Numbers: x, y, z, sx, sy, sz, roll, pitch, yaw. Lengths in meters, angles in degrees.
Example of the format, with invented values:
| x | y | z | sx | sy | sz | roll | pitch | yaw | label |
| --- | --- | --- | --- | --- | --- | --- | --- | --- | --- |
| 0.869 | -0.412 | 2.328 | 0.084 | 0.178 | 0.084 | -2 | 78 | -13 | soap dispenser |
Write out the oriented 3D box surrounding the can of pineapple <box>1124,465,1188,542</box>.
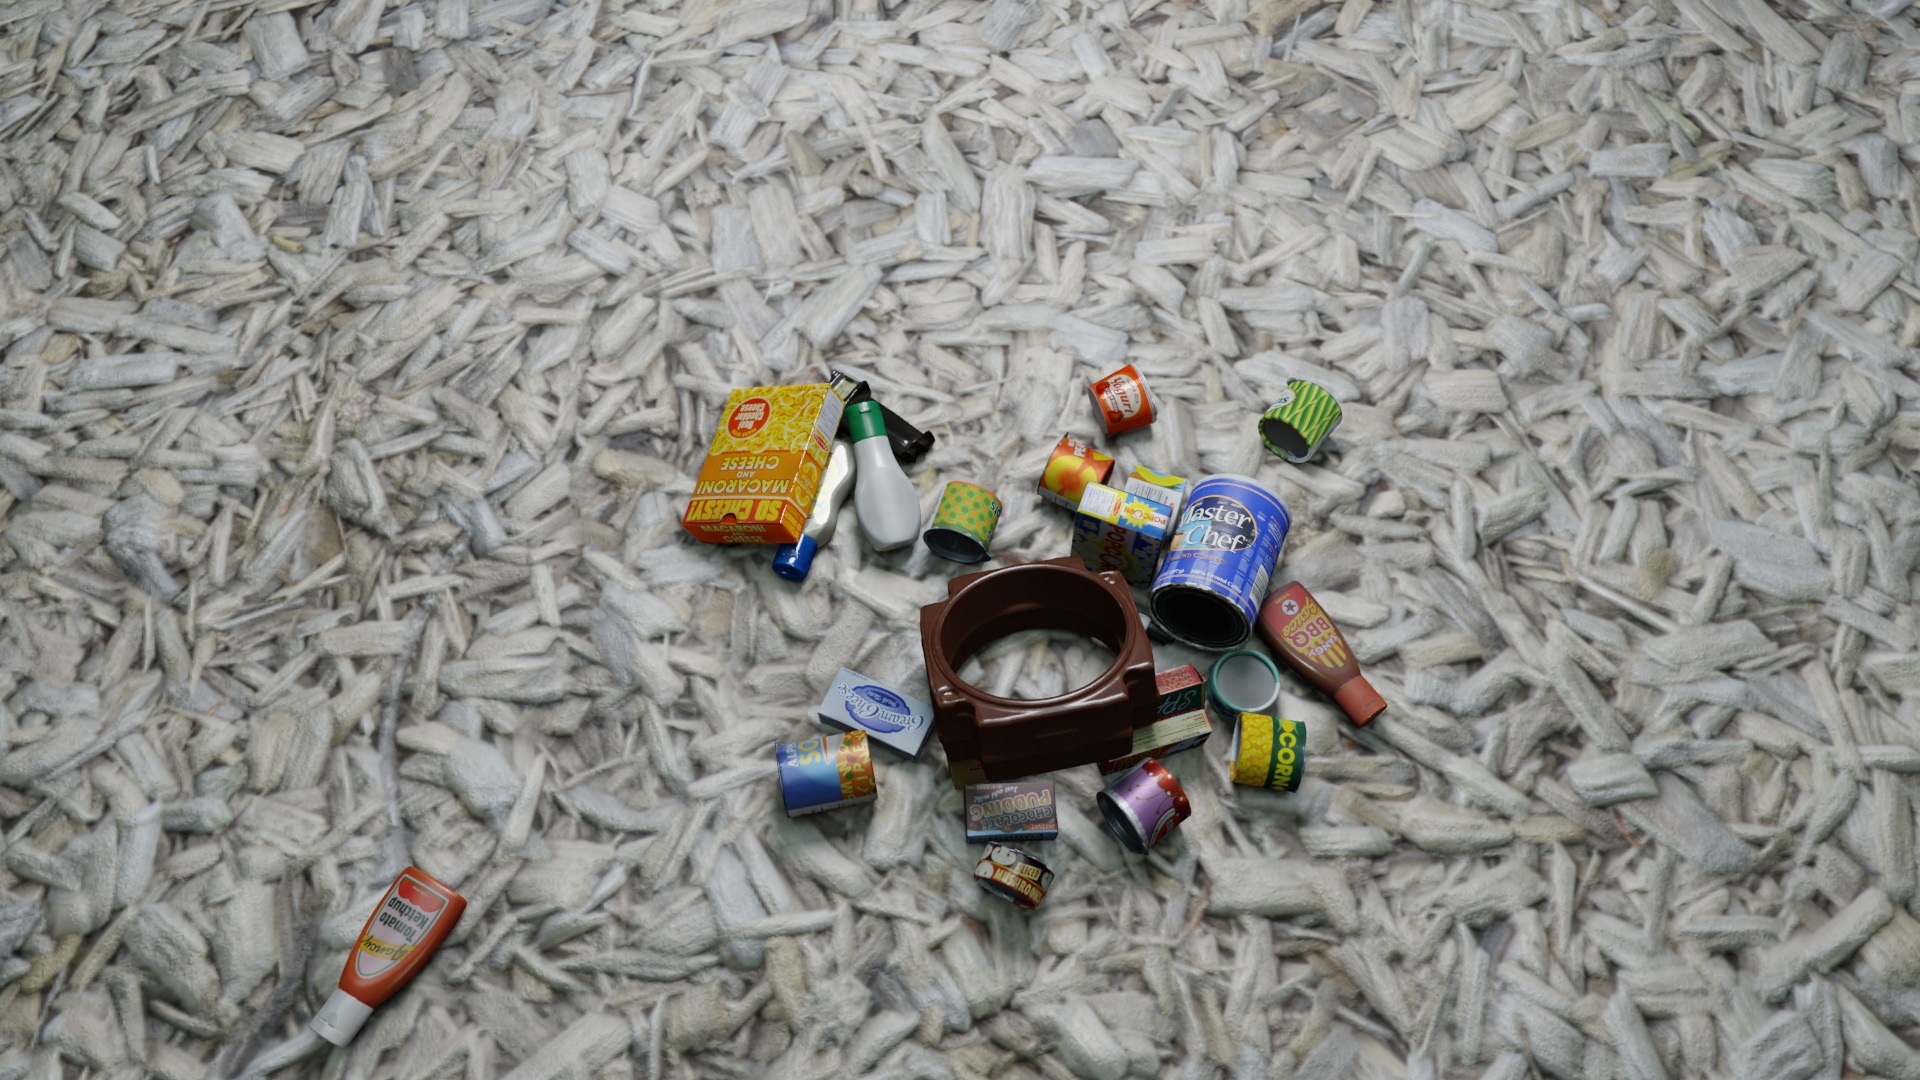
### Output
| x | y | z | sx | sy | sz | roll | pitch | yaw | label |
| --- | --- | --- | --- | --- | --- | --- | --- | --- | --- |
| 0.192 | -0.037 | 1.394 | 0.058 | 0.070 | 0.071 | 17 | 64 | 8 | can of pineapple |

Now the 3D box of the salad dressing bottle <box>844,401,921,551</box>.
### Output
| x | y | z | sx | sy | sz | roll | pitch | yaw | label |
| --- | --- | --- | --- | --- | --- | --- | --- | --- | --- |
| -0.081 | -0.065 | 1.392 | 0.064 | 0.044 | 0.148 | -13 | 82 | -11 | salad dressing bottle |

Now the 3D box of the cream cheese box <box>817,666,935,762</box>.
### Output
| x | y | z | sx | sy | sz | roll | pitch | yaw | label |
| --- | --- | --- | --- | --- | --- | --- | --- | --- | --- |
| -0.077 | 0.164 | 1.309 | 0.104 | 0.024 | 0.053 | 22 | 66 | 11 | cream cheese box |

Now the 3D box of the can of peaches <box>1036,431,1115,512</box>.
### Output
| x | y | z | sx | sy | sz | roll | pitch | yaw | label |
| --- | --- | --- | --- | --- | --- | --- | --- | --- | --- |
| 0.118 | -0.066 | 1.405 | 0.058 | 0.071 | 0.071 | 26 | 66 | 11 | can of peaches |

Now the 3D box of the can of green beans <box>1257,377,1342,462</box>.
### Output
| x | y | z | sx | sy | sz | roll | pitch | yaw | label |
| --- | --- | --- | --- | --- | --- | --- | --- | --- | --- |
| 0.351 | -0.123 | 1.438 | 0.071 | 0.071 | 0.058 | 37 | 69 | 17 | can of green beans |

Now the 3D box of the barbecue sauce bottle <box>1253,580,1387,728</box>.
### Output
| x | y | z | sx | sy | sz | roll | pitch | yaw | label |
| --- | --- | --- | --- | --- | --- | --- | --- | --- | --- |
| 0.345 | 0.111 | 1.330 | 0.065 | 0.043 | 0.149 | -31 | 68 | -16 | barbecue sauce bottle |

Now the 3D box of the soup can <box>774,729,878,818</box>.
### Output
| x | y | z | sx | sy | sz | roll | pitch | yaw | label |
| --- | --- | --- | --- | --- | --- | --- | --- | --- | --- |
| -0.122 | 0.208 | 1.261 | 0.084 | 0.071 | 0.071 | -10 | 63 | -6 | soup can |

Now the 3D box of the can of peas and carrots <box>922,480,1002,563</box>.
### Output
| x | y | z | sx | sy | sz | roll | pitch | yaw | label |
| --- | --- | --- | --- | --- | --- | --- | --- | --- | --- |
| 0.005 | -0.017 | 1.380 | 0.071 | 0.070 | 0.059 | 16 | 63 | 7 | can of peas and carrots |

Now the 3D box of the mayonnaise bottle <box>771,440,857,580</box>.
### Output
| x | y | z | sx | sy | sz | roll | pitch | yaw | label |
| --- | --- | --- | --- | --- | --- | --- | --- | --- | --- |
| -0.149 | -0.032 | 1.399 | 0.065 | 0.041 | 0.149 | 12 | 62 | 10 | mayonnaise bottle |

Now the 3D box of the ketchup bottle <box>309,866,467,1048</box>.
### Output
| x | y | z | sx | sy | sz | roll | pitch | yaw | label |
| --- | --- | --- | --- | --- | --- | --- | --- | --- | --- |
| -0.495 | 0.359 | 1.193 | 0.065 | 0.043 | 0.149 | 27 | 66 | 12 | ketchup bottle |

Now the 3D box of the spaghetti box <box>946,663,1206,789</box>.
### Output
| x | y | z | sx | sy | sz | roll | pitch | yaw | label |
| --- | --- | --- | --- | --- | --- | --- | --- | --- | --- |
| 0.108 | 0.172 | 1.290 | 0.250 | 0.050 | 0.029 | -16 | 42 | -9 | spaghetti box |

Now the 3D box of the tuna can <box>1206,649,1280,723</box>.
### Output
| x | y | z | sx | sy | sz | roll | pitch | yaw | label |
| --- | --- | --- | --- | --- | --- | --- | --- | --- | --- |
| 0.268 | 0.137 | 1.321 | 0.071 | 0.032 | 0.071 | 0 | 63 | -1 | tuna can |

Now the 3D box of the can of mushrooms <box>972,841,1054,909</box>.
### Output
| x | y | z | sx | sy | sz | roll | pitch | yaw | label |
| --- | --- | --- | --- | --- | --- | --- | --- | --- | --- |
| 0.047 | 0.294 | 1.217 | 0.071 | 0.070 | 0.033 | 24 | 67 | 11 | can of mushrooms |

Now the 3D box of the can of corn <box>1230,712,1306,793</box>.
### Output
| x | y | z | sx | sy | sz | roll | pitch | yaw | label |
| --- | --- | --- | --- | --- | --- | --- | --- | --- | --- |
| 0.281 | 0.194 | 1.271 | 0.058 | 0.071 | 0.071 | 9 | 63 | 5 | can of corn |

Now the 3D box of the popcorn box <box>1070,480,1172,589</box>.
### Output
| x | y | z | sx | sy | sz | roll | pitch | yaw | label |
| --- | --- | --- | --- | --- | --- | --- | --- | --- | --- |
| 0.153 | -0.004 | 1.341 | 0.085 | 0.126 | 0.038 | 18 | 67 | 9 | popcorn box |

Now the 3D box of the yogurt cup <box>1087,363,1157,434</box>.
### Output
| x | y | z | sx | sy | sz | roll | pitch | yaw | label |
| --- | --- | --- | --- | --- | --- | --- | --- | --- | --- |
| 0.167 | -0.145 | 1.450 | 0.054 | 0.072 | 0.072 | -22 | 65 | -2 | yogurt cup |

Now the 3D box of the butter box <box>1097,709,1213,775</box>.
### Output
| x | y | z | sx | sy | sz | roll | pitch | yaw | label |
| --- | --- | --- | --- | --- | --- | --- | --- | --- | --- |
| 0.178 | 0.187 | 1.284 | 0.104 | 0.053 | 0.024 | -15 | 67 | -8 | butter box |

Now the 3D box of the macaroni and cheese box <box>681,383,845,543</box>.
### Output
| x | y | z | sx | sy | sz | roll | pitch | yaw | label |
| --- | --- | --- | --- | --- | --- | --- | --- | --- | --- |
| -0.198 | -0.078 | 1.399 | 0.123 | 0.040 | 0.167 | 0 | 59 | 28 | macaroni and cheese box |

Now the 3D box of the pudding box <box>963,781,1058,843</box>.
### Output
| x | y | z | sx | sy | sz | roll | pitch | yaw | label |
| --- | --- | --- | --- | --- | --- | --- | --- | --- | --- |
| 0.045 | 0.248 | 1.263 | 0.084 | 0.030 | 0.050 | -2 | 64 | -1 | pudding box |

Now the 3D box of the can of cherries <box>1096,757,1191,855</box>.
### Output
| x | y | z | sx | sy | sz | roll | pitch | yaw | label |
| --- | --- | --- | --- | --- | --- | --- | --- | --- | --- |
| 0.167 | 0.240 | 1.249 | 0.058 | 0.071 | 0.071 | -33 | 68 | -17 | can of cherries |
